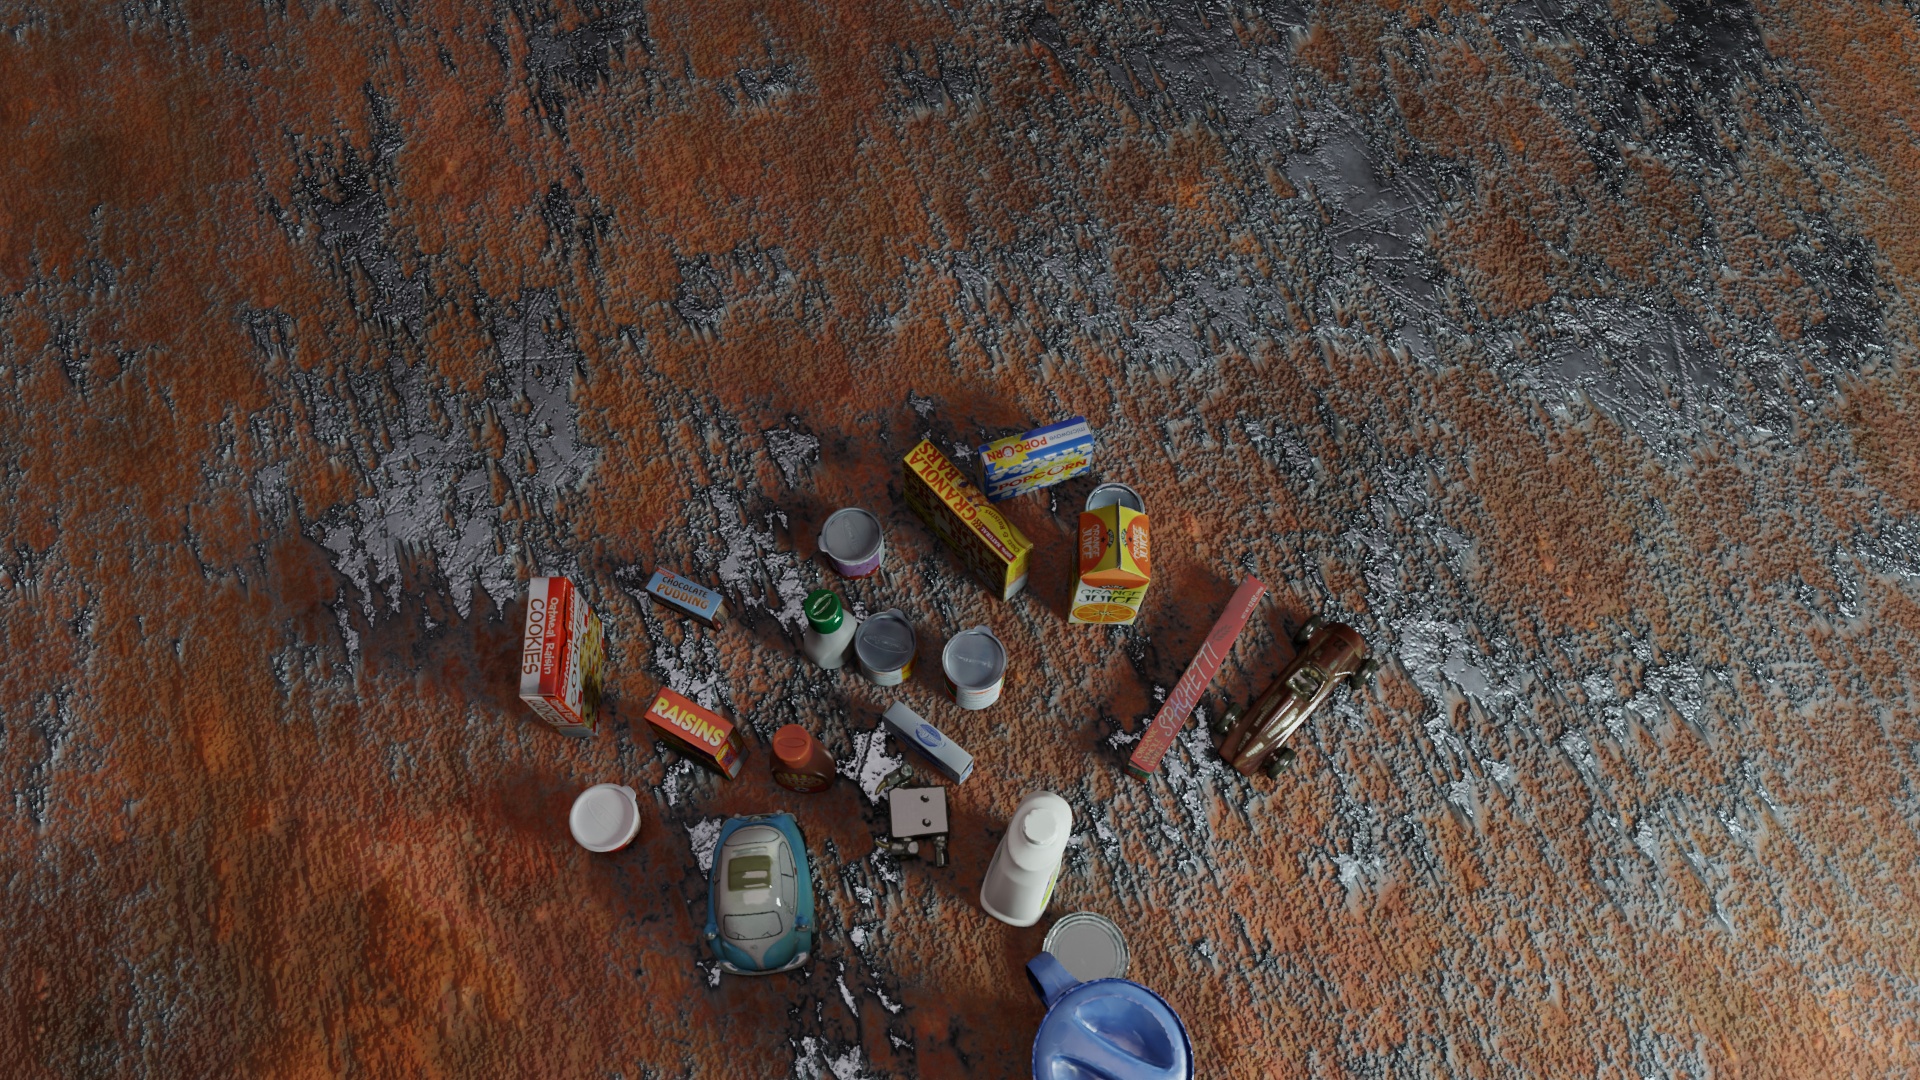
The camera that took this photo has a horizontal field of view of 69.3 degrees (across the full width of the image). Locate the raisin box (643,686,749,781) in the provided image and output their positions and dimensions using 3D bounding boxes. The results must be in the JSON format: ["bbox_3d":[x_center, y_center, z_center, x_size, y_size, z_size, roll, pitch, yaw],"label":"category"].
[{"bbox_3d":[-0.265,0.197,1.407,0.086,0.123,0.040,27,71,10],"label":"raisin box"}]

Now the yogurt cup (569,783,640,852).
[{"bbox_3d":[-0.356,0.285,1.408,0.072,0.053,0.072,0,68,-1],"label":"yogurt cup"}]

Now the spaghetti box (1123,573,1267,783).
[{"bbox_3d":[0.250,0.146,1.474,0.029,0.050,0.251,32,71,11],"label":"spaghetti box"}]

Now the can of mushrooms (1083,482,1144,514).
[{"bbox_3d":[0.170,-0.027,1.551,0.071,0.033,0.071,0,68,-1],"label":"can of mushrooms"}]

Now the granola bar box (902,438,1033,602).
[{"bbox_3d":[0.005,-0.019,1.497,0.039,0.123,0.166,-41,74,-15],"label":"granola bar box"}]

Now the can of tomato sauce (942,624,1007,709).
[{"bbox_3d":[0.014,0.134,1.458,0.071,0.082,0.071,0,68,-1],"label":"can of tomato sauce"}]

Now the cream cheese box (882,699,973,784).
[{"bbox_3d":[-0.033,0.210,1.442,0.104,0.053,0.024,36,72,13],"label":"cream cheese box"}]

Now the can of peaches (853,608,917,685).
[{"bbox_3d":[-0.078,0.114,1.478,0.071,0.058,0.071,0,68,-1],"label":"can of peaches"}]

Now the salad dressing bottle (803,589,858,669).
[{"bbox_3d":[-0.137,0.091,1.438,0.044,0.147,0.064,40,73,14],"label":"salad dressing bottle"}]

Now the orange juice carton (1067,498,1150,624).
[{"bbox_3d":[0.155,0.025,1.445,0.073,0.192,0.072,2,69,0],"label":"orange juice carton"}]

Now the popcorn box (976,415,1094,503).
[{"bbox_3d":[0.082,-0.089,1.547,0.127,0.085,0.038,-17,70,-7],"label":"popcorn box"}]

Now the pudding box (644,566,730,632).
[{"bbox_3d":[-0.294,0.063,1.500,0.084,0.049,0.030,25,70,9],"label":"pudding box"}]

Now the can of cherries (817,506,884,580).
[{"bbox_3d":[-0.120,0.004,1.521,0.071,0.058,0.072,0,68,-1],"label":"can of cherries"}]

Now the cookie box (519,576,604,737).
[{"bbox_3d":[-0.401,0.121,1.412,0.040,0.166,0.123,-2,69,-1],"label":"cookie box"}]

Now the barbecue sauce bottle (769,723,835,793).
[{"bbox_3d":[-0.161,0.217,1.387,0.065,0.148,0.044,5,69,1],"label":"barbecue sauce bottle"}]
